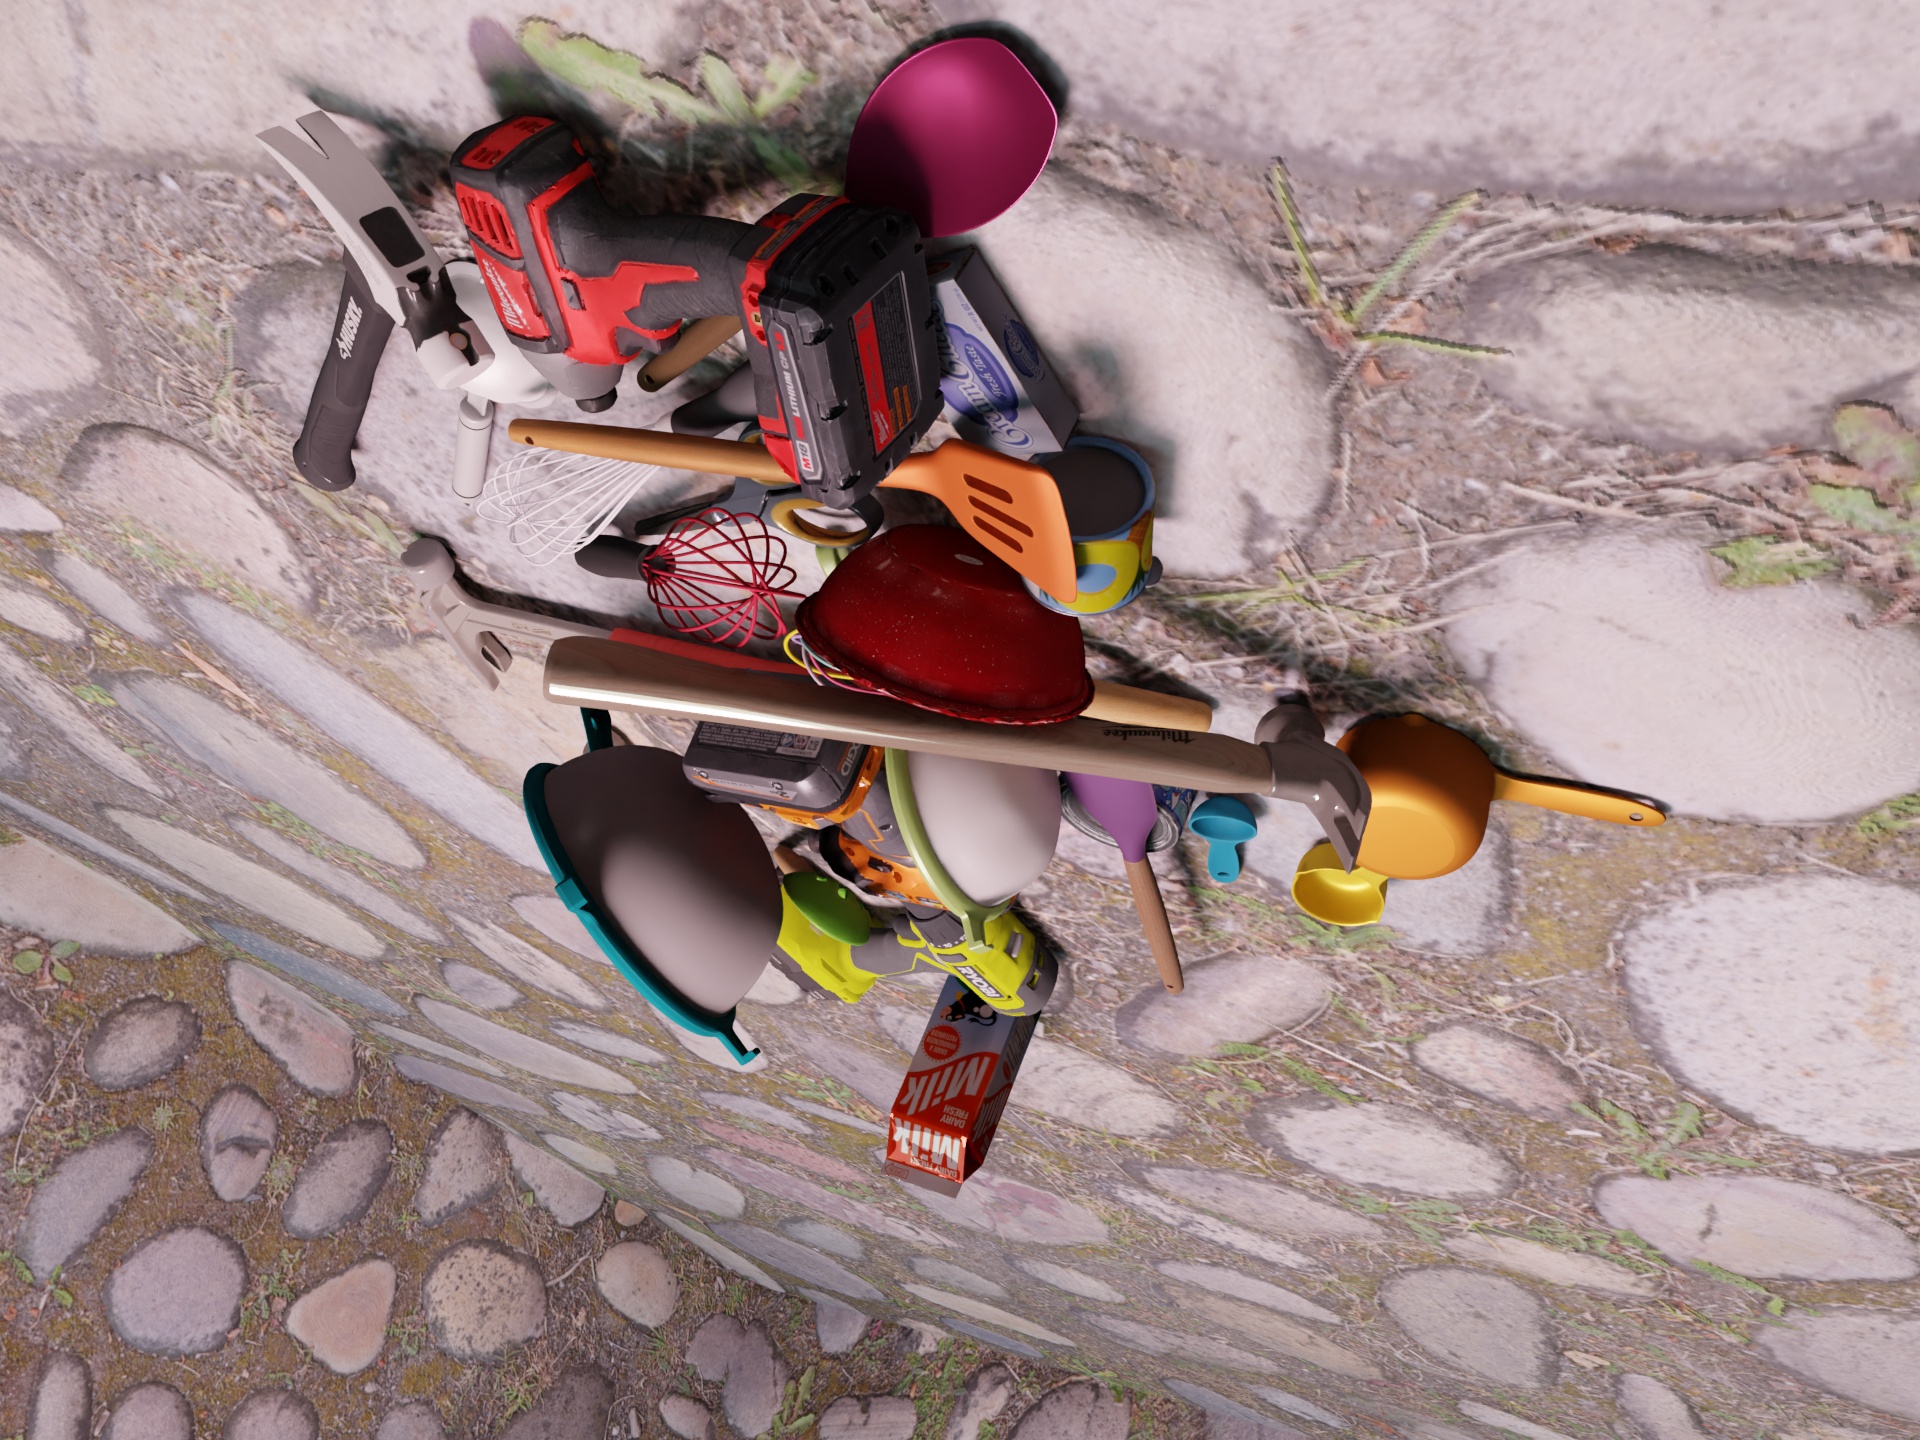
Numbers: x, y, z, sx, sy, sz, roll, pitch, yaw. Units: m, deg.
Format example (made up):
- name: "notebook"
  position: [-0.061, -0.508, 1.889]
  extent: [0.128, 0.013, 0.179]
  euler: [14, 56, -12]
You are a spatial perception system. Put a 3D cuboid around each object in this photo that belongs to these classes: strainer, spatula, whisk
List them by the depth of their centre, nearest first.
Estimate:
- name: "spatula"
  position: [-0.091, -0.119, 0.772]
  extent: [0.323, 0.041, 0.080]
  euler: [11, 143, 22]
- name: "whisk"
  position: [-0.170, -0.146, 0.858]
  extent: [0.284, 0.070, 0.070]
  euler: [-15, 134, 43]
- name: "whisk"
  position: [-0.163, -0.085, 0.882]
  extent: [0.073, 0.073, 0.296]
  euler: [41, 168, -29]
- name: "whisk"
  position: [0.023, -0.022, 0.882]
  extent: [0.245, 0.051, 0.047]
  euler: [11, 121, -12]
- name: "strainer"
  position: [-0.273, -0.176, 0.898]
  extent: [0.087, 0.050, 0.258]
  euler: [43, 153, -2]
- name: "strainer"
  position: [-0.001, -0.003, 0.932]
  extent: [0.069, 0.152, 0.256]
  euler: [-17, 114, 23]
- name: "spatula"
  position: [0.113, 0.098, 1.016]
  extent: [0.060, 0.018, 0.315]
  euler: [11, 148, 25]
- name: "strainer"
  position: [-0.198, 0.058, 1.072]
  extent: [0.210, 0.095, 0.341]
  euler: [53, -176, -37]

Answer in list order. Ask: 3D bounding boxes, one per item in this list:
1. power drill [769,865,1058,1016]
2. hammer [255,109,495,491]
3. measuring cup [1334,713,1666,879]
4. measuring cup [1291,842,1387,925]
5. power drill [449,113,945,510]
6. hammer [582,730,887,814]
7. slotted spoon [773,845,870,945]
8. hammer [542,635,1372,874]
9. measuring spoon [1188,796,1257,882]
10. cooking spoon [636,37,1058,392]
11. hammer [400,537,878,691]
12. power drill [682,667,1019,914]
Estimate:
- name: "power drill"
  position: [-0.057, 0.166, 1.278]
  extent: [0.228, 0.080, 0.190]
  euler: [-5, 141, 38]
- name: "hammer"
  position: [-0.341, -0.200, 0.879]
  extent: [0.146, 0.035, 0.335]
  euler: [57, 152, -6]
- name: "measuring cup"
  position: [0.278, 0.053, 0.843]
  extent: [0.174, 0.052, 0.095]
  euler: [10, 141, 21]
- name: "measuring cup"
  position: [0.256, 0.074, 0.946]
  extent: [0.062, 0.029, 0.156]
  euler: [30, 139, -8]
- name: "power drill"
  position: [-0.122, -0.179, 0.708]
  extent: [0.220, 0.078, 0.143]
  euler: [22, 144, 25]
- name: "hammer"
  position: [-0.139, 0.042, 1.173]
  extent: [0.331, 0.031, 0.129]
  euler: [-7, 139, 43]
- name: "slotted spoon"
  position: [-0.113, 0.116, 1.165]
  extent: [0.070, 0.031, 0.314]
  euler: [35, 174, -12]
- name: "hammer"
  position: [-0.002, 0.008, 0.797]
  extent: [0.410, 0.146, 0.038]
  euler: [8, 110, -4]
- name: "measuring spoon"
  position: [0.169, 0.076, 1.019]
  extent: [0.042, 0.021, 0.128]
  euler: [6, 157, 12]
- name: "cooking spoon"
  position: [-0.069, -0.208, 0.708]
  extent: [0.068, 0.017, 0.319]
  euler: [46, 145, -20]
- name: "hammer"
  position: [-0.207, -0.039, 1.083]
  extent: [0.359, 0.037, 0.149]
  euler: [13, 150, 20]
- name: "power drill"
  position: [-0.076, 0.053, 1.021]
  extent: [0.164, 0.084, 0.226]
  euler: [6, 155, 35]
